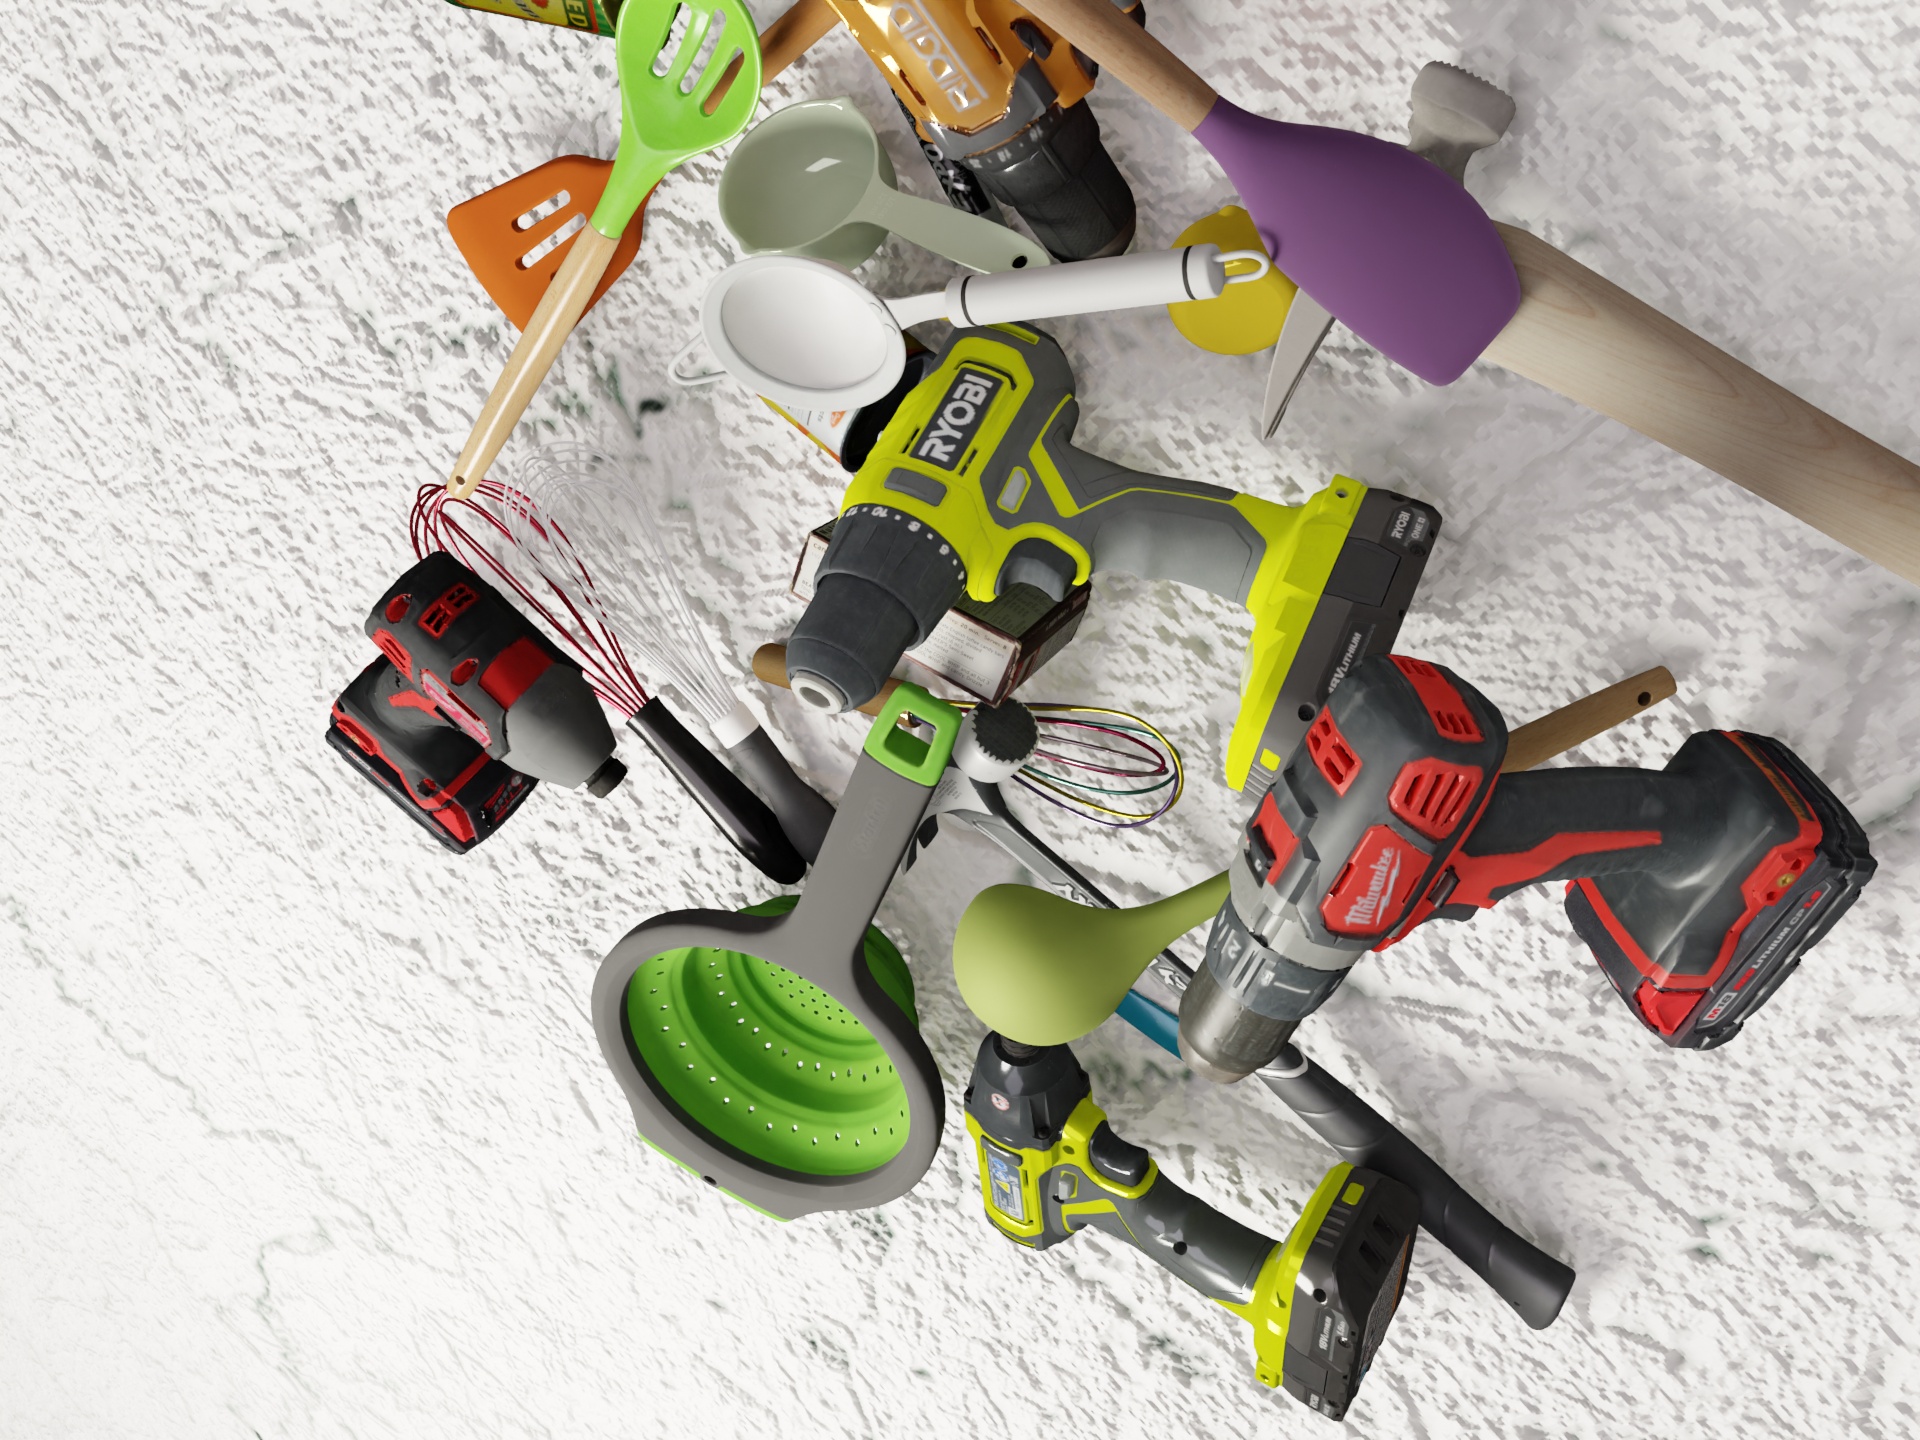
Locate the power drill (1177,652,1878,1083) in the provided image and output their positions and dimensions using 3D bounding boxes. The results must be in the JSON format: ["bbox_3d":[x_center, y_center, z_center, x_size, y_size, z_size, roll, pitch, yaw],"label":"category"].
[{"bbox_3d":[0.202,0.072,0.605,0.226,0.080,0.187,8,126,-21],"label":"power drill"}]

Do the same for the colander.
[{"bbox_3d":[-0.064,0.108,0.820,0.204,0.094,0.396,29,131,4],"label":"colander"}]

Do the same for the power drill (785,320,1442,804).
[{"bbox_3d":[0.057,-0.054,0.642,0.228,0.191,0.080,22,153,12],"label":"power drill"}]

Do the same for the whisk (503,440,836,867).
[{"bbox_3d":[-0.140,-0.023,0.839,0.070,0.070,0.284,-27,105,36],"label":"whisk"}]

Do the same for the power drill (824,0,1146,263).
[{"bbox_3d":[0.077,-0.266,0.566,0.226,0.084,0.185,-18,138,29],"label":"power drill"}]

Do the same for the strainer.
[{"bbox_3d":[-0.004,-0.163,0.620,0.258,0.050,0.086,1,149,30],"label":"strainer"}]

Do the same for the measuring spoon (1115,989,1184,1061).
[{"bbox_3d":[0.084,0.152,0.822,0.129,0.021,0.042,33,125,13],"label":"measuring spoon"}]

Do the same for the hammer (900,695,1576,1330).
[{"bbox_3d":[0.134,0.153,0.765,0.409,0.036,0.149,41,149,-2],"label":"hammer"}]

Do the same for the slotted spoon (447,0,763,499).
[{"bbox_3d":[-0.178,-0.213,0.744,0.070,0.031,0.313,39,126,-6],"label":"slotted spoon"}]

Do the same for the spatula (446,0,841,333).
[{"bbox_3d":[-0.106,-0.279,0.707,0.322,0.041,0.081,-26,106,34],"label":"spatula"}]

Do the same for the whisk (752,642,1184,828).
[{"bbox_3d":[-0.001,-0.005,0.783,0.245,0.051,0.047,17,146,27],"label":"whisk"}]

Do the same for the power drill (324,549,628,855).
[{"bbox_3d":[-0.256,0.000,0.845,0.143,0.078,0.219,44,152,-12],"label":"power drill"}]

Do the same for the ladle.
[{"bbox_3d":[0.142,0.050,0.669,0.320,0.062,0.078,-27,106,8],"label":"ladle"}]

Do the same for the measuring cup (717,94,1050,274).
[{"bbox_3d":[-0.028,-0.208,0.673,0.168,0.038,0.083,28,84,25],"label":"measuring cup"}]

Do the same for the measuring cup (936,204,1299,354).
[{"bbox_3d":[0.061,-0.168,0.642,0.156,0.029,0.062,-3,144,13],"label":"measuring cup"}]

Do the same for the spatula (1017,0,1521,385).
[{"bbox_3d":[0.063,-0.220,0.530,0.315,0.018,0.059,32,113,-14],"label":"spatula"}]

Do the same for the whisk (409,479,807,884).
[{"bbox_3d":[-0.188,-0.021,0.870,0.296,0.073,0.073,47,127,-5],"label":"whisk"}]

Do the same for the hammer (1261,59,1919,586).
[{"bbox_3d":[0.309,-0.074,0.563,0.411,0.038,0.146,31,109,10],"label":"hammer"}]

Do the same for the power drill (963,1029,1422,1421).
[{"bbox_3d":[0.104,0.236,0.789,0.223,0.080,0.171,21,139,27],"label":"power drill"}]
